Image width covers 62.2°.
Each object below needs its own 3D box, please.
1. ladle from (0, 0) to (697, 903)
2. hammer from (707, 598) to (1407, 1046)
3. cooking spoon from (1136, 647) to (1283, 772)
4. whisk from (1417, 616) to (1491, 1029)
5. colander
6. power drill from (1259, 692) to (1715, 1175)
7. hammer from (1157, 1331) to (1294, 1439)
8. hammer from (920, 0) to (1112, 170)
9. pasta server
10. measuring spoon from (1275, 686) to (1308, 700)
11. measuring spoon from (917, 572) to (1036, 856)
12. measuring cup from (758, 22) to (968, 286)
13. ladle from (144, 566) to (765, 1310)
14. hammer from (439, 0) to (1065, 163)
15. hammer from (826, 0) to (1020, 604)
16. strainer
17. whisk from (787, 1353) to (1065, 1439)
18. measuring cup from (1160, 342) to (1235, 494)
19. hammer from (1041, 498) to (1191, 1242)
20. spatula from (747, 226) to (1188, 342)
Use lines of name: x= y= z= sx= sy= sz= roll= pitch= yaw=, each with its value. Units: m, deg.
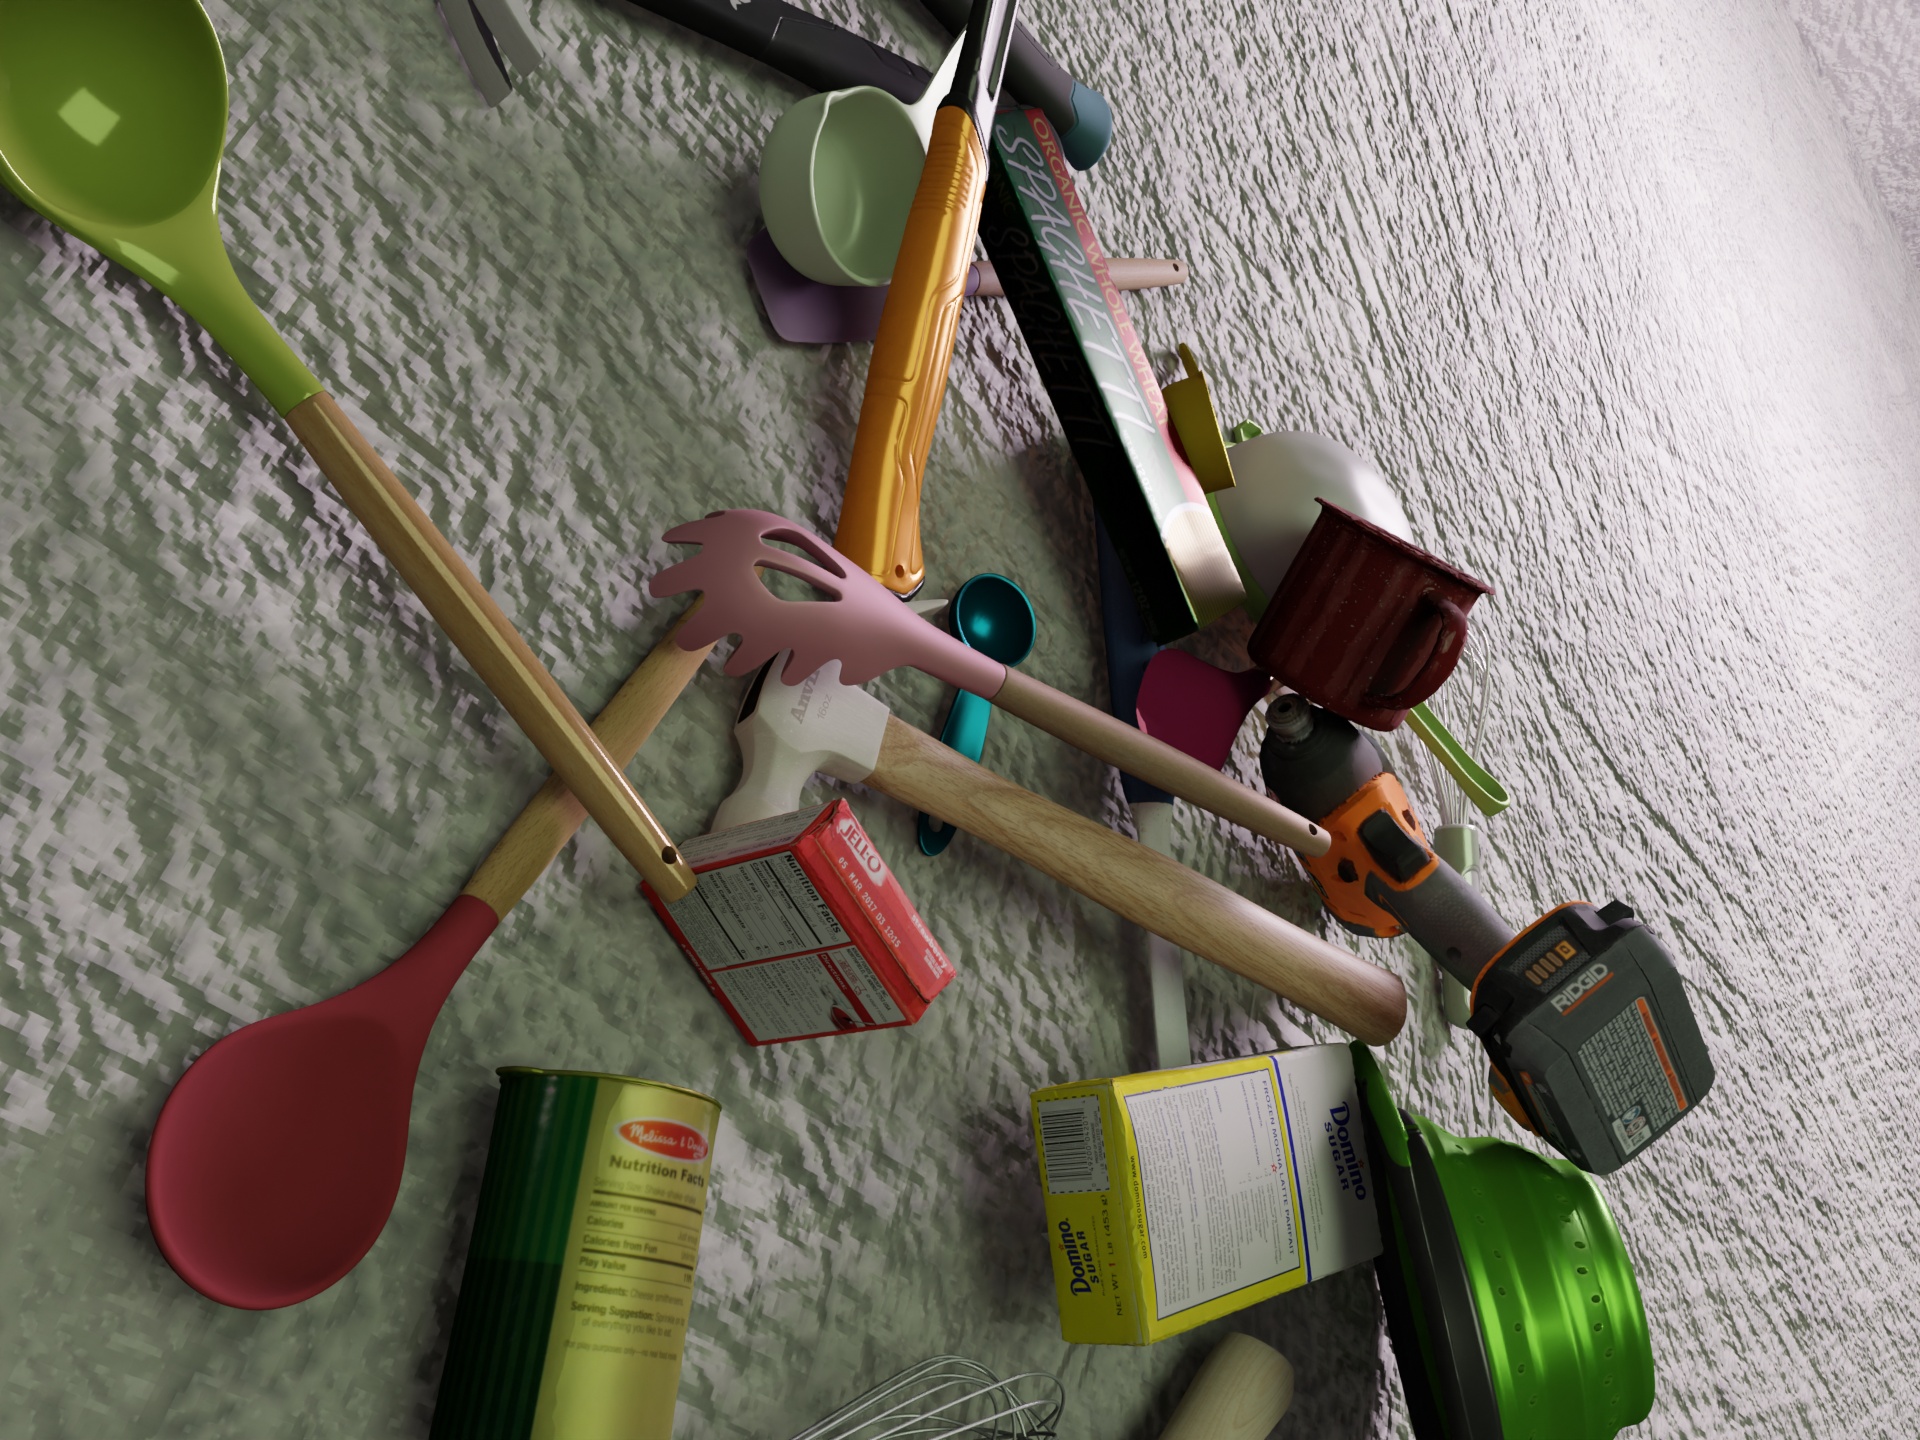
ladle: x=-0.170 y=-0.075 z=0.466 sx=0.320 sy=0.062 sz=0.078 roll=55 pitch=45 yaw=-13
hammer: x=0.059 y=0.057 z=0.650 sx=0.331 sy=0.031 sz=0.130 roll=28 pitch=57 yaw=-24
cooking spoon: x=0.159 y=-0.024 z=0.807 sx=0.319 sy=0.017 sz=0.069 roll=-24 pitch=98 yaw=-57
whisk: x=0.291 y=0.056 z=0.934 sx=0.057 sy=0.059 sz=0.246 roll=9 pitch=74 yaw=-32
colander: x=0.258 y=0.335 z=0.717 sx=0.204 sy=0.094 sz=0.397 roll=-75 pitch=153 yaw=-77
power drill: x=0.221 y=0.082 z=0.726 sx=0.084 sy=0.227 sz=0.164 roll=-39 pitch=129 yaw=-1
hammer: x=0.015 y=0.340 z=0.536 sx=0.410 sy=0.038 sz=0.146 roll=-20 pitch=113 yaw=-52
hammer: x=-0.041 y=-0.381 z=0.741 sx=0.330 sy=0.033 sz=0.128 roll=35 pitch=53 yaw=-34
pasta server: x=0.029 y=-0.003 z=0.617 sx=0.316 sy=0.040 sz=0.060 roll=25 pitch=59 yaw=-30
measuring spoon: x=0.215 y=-0.023 z=0.899 sx=0.124 sy=0.018 sz=0.034 roll=-2 pitch=78 yaw=-46
measuring spoon: x=-0.001 y=-0.002 z=0.670 sx=0.042 sy=0.021 sz=0.129 roll=27 pitch=67 yaw=-27
measuring cup: x=-0.029 y=-0.248 z=0.662 sx=0.168 sy=0.038 sz=0.083 roll=-61 pitch=140 yaw=-28
ladle: x=-0.137 y=0.040 z=0.500 sx=0.069 sy=0.031 sz=0.316 roll=51 pitch=44 yaw=-22
hammer: x=-0.072 y=-0.284 z=0.674 sx=0.334 sy=0.035 sz=0.146 roll=7 pitch=71 yaw=-46
hammer: x=-0.008 y=-0.211 z=0.635 sx=0.127 sy=0.034 sz=0.337 roll=17 pitch=84 yaw=-55
strainer: x=0.226 y=-0.059 z=0.839 sx=0.256 sy=0.069 sz=0.151 roll=49 pitch=34 yaw=-6
whisk: x=-0.073 y=0.242 z=0.478 sx=0.284 sy=0.070 sz=0.070 roll=6 pitch=73 yaw=-41
measuring cup: x=0.112 y=-0.160 z=0.808 sx=0.157 sy=0.029 sz=0.062 roll=-90 pitch=160 yaw=-60
hammer: x=0.085 y=0.049 z=0.724 sx=0.144 sy=0.035 sz=0.406 roll=13 pitch=68 yaw=-44
spatula: x=0.019 y=-0.213 z=0.757 sx=0.316 sy=0.018 sz=0.060 roll=-18 pitch=88 yaw=-47
